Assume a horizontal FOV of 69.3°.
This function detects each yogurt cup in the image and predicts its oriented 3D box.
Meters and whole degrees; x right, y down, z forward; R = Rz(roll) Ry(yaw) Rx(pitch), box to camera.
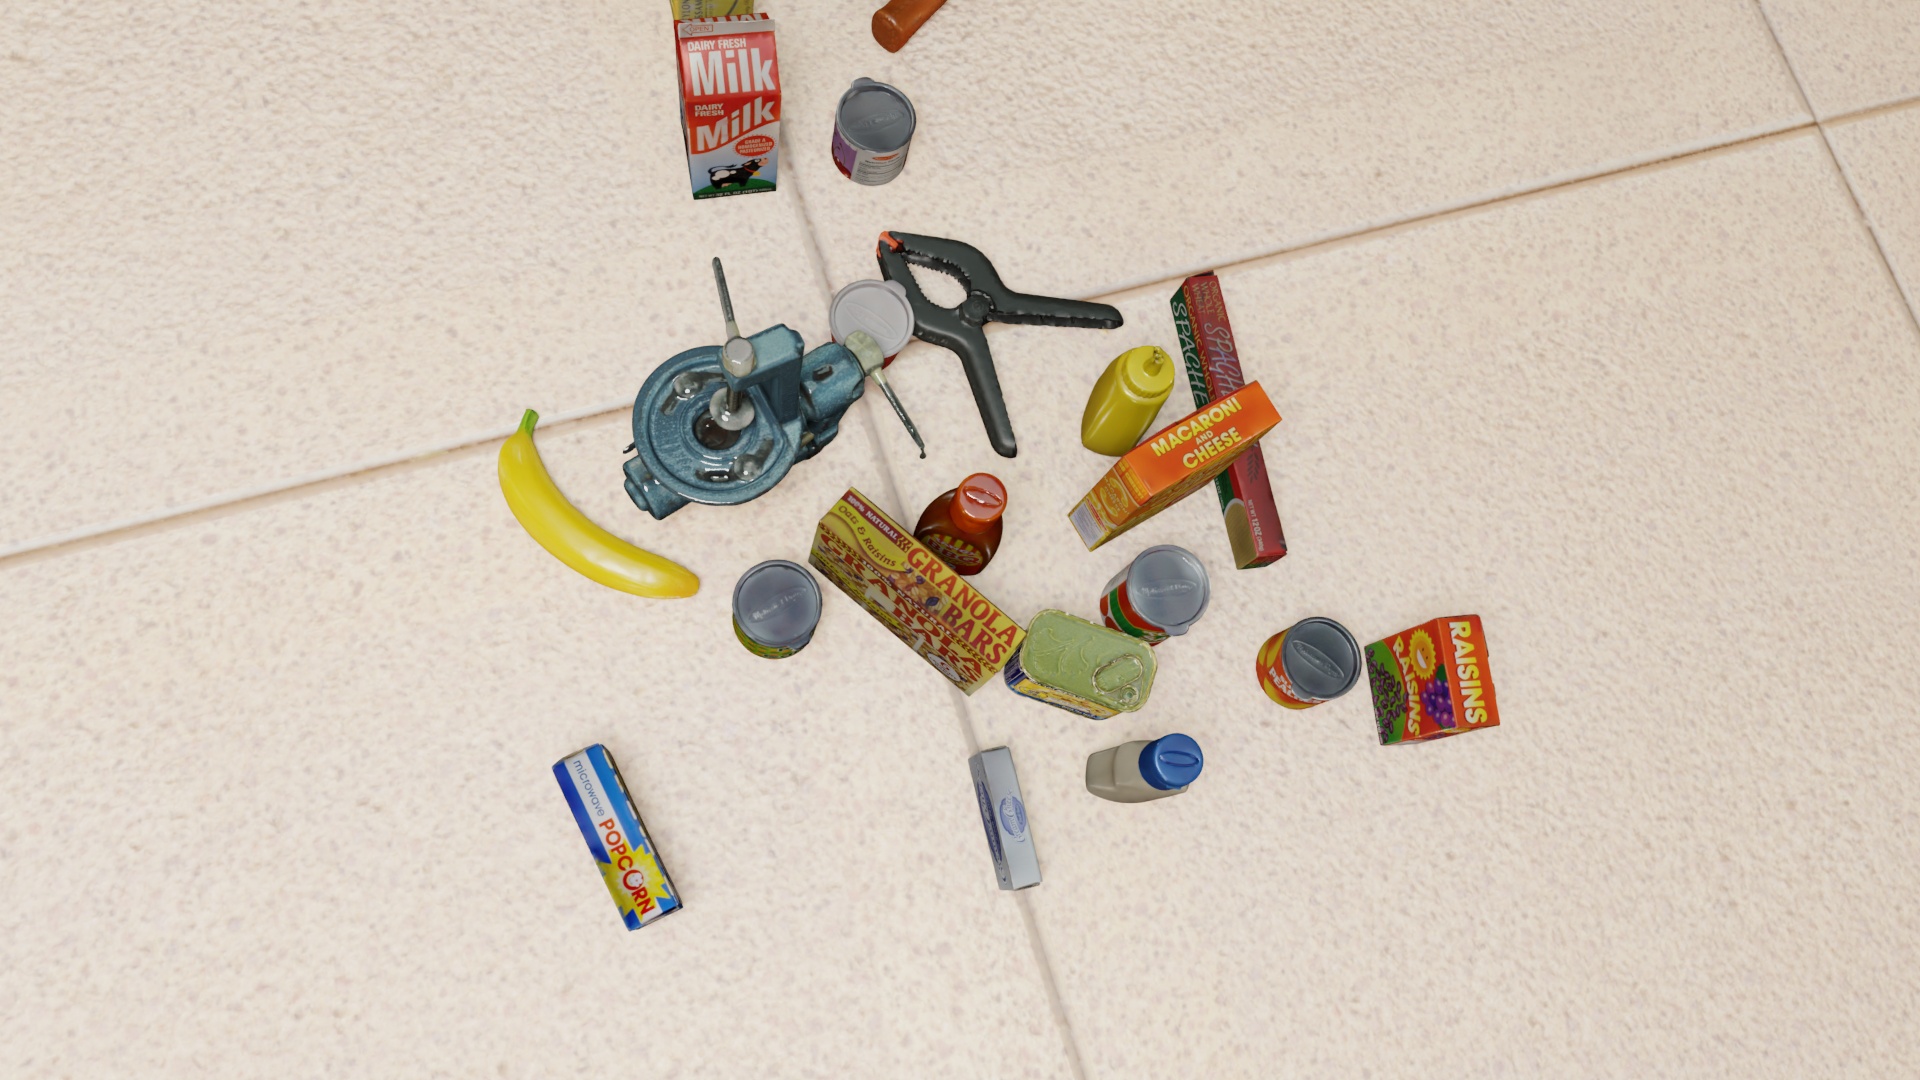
[{"bbox_3d":[-0.074,-0.169,1.119,0.072,0.053,0.072,3,75,-9],"label":"yogurt cup"}]

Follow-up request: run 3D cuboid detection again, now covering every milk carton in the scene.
[{"bbox_3d":[-0.181,-0.345,1.077,0.072,0.190,0.073,-9,77,-12],"label":"milk carton"}]

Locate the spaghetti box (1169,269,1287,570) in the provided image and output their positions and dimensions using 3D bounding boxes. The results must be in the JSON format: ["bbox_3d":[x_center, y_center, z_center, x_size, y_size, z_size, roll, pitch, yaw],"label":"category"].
[{"bbox_3d":[0.221,-0.100,1.154,0.029,0.050,0.250,-9,76,-12],"label":"spaghetti box"}]

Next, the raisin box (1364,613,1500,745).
[{"bbox_3d":[0.365,0.111,1.082,0.040,0.123,0.086,-2,76,-10],"label":"raisin box"}]

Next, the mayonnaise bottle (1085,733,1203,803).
[{"bbox_3d":[0.137,0.167,1.014,0.065,0.147,0.041,8,74,-8],"label":"mayonnaise bottle"}]

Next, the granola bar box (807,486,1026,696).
[{"bbox_3d":[-0.035,0.041,1.031,0.165,0.124,0.039,40,73,2],"label":"granola bar box"}]

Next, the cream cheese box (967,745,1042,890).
[{"bbox_3d":[0.033,0.208,1.034,0.024,0.053,0.104,-11,77,-13],"label":"cream cheese box"}]

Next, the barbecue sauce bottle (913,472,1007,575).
[{"bbox_3d":[0.004,-0.013,1.040,0.065,0.148,0.044,22,73,-4],"label":"barbecue sauce bottle"}]

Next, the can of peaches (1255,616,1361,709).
[{"bbox_3d":[0.274,0.100,1.104,0.071,0.058,0.071,3,75,-9],"label":"can of peaches"}]

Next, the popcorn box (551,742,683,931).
[{"bbox_3d":[-0.238,0.208,0.970,0.038,0.085,0.127,-26,81,-15],"label":"popcorn box"}]

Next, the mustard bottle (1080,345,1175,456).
[{"bbox_3d":[0.134,-0.115,1.085,0.049,0.159,0.065,15,73,-6],"label":"mustard bottle"}]

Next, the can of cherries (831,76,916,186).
[{"bbox_3d":[-0.074,-0.342,1.165,0.071,0.058,0.071,3,75,-9],"label":"can of cherries"}]

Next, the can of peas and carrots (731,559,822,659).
[{"bbox_3d":[-0.137,0.055,1.044,0.071,0.058,0.071,3,75,-9],"label":"can of peas and carrots"}]

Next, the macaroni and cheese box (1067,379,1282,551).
[{"bbox_3d":[0.160,-0.055,1.070,0.124,0.166,0.040,-30,82,-16],"label":"macaroni and cheese box"}]

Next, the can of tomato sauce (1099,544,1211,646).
[{"bbox_3d":[0.151,0.047,1.084,0.071,0.083,0.071,3,75,-9],"label":"can of tomato sauce"}]
